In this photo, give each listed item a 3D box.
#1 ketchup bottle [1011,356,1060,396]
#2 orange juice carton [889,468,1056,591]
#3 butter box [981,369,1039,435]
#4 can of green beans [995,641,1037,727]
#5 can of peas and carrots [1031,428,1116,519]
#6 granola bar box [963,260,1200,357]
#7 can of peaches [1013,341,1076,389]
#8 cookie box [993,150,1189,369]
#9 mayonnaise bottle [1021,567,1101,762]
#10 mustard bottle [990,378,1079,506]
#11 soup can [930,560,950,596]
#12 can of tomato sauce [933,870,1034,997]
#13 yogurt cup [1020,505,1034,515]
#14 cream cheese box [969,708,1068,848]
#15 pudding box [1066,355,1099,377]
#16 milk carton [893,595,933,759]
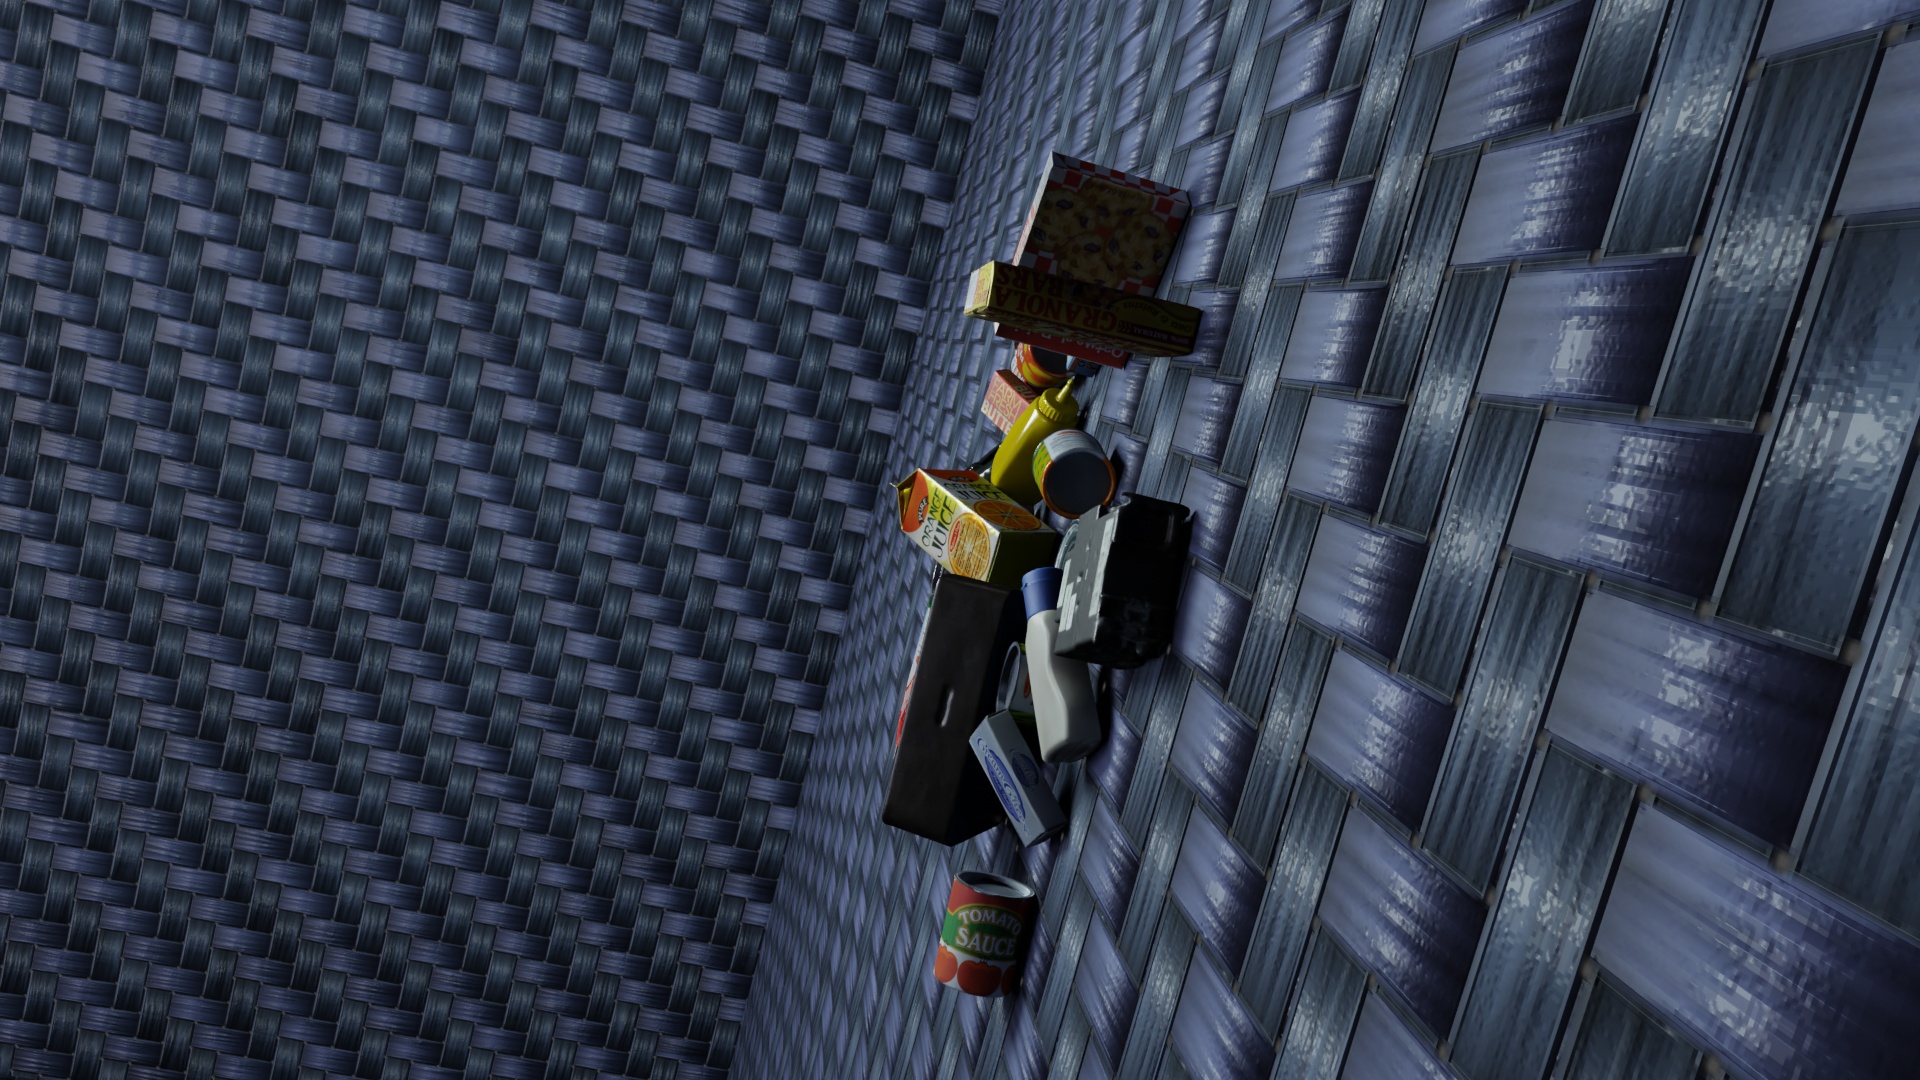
[{"bbox_3d":[0.082,-0.176,1.555,0.149,0.043,0.064,-97,24,-67],"label":"ketchup bottle"},{"bbox_3d":[0.005,-0.017,1.390,0.193,0.072,0.072,39,121,46],"label":"orange juice carton"},{"bbox_3d":[0.066,-0.132,1.466,0.104,0.024,0.052,47,133,32],"label":"butter box"},{"bbox_3d":[0.066,0.122,1.154,0.071,0.058,0.071,-164,88,-81],"label":"can of green beans"},{"bbox_3d":[0.099,-0.055,1.204,0.059,0.071,0.070,-103,28,-70],"label":"can of peas and carrots"},{"bbox_3d":[0.093,-0.182,1.109,0.124,0.166,0.039,-140,62,-80],"label":"granola bar box"},{"bbox_3d":[0.093,-0.194,1.426,0.058,0.071,0.071,156,127,-77],"label":"can of peaches"},{"bbox_3d":[0.111,-0.242,1.218,0.040,0.123,0.166,-88,14,-54],"label":"cookie box"},{"bbox_3d":[0.076,0.094,1.082,0.064,0.041,0.148,121,146,-59],"label":"mayonnaise bottle"},{"bbox_3d":[0.083,-0.104,1.391,0.049,0.065,0.159,-89,21,-46],"label":"mustard bottle"},{"bbox_3d":[0.016,0.036,1.503,0.071,0.084,0.071,-164,88,-81],"label":"soup can"},{"bbox_3d":[0.019,0.318,1.125,0.071,0.071,0.083,-167,90,-81],"label":"can of tomato sauce"},{"bbox_3d":[0.047,-0.016,1.467,0.054,0.072,0.072,-74,5,-46],"label":"yogurt cup"},{"bbox_3d":[0.045,0.192,1.115,0.104,0.024,0.053,61,154,18],"label":"cream cheese box"},{"bbox_3d":[0.130,-0.203,1.343,0.083,0.030,0.050,117,165,-54],"label":"pudding box"},{"bbox_3d":[-0.019,0.164,1.572,0.073,0.072,0.190,-155,80,-81],"label":"milk carton"}]
